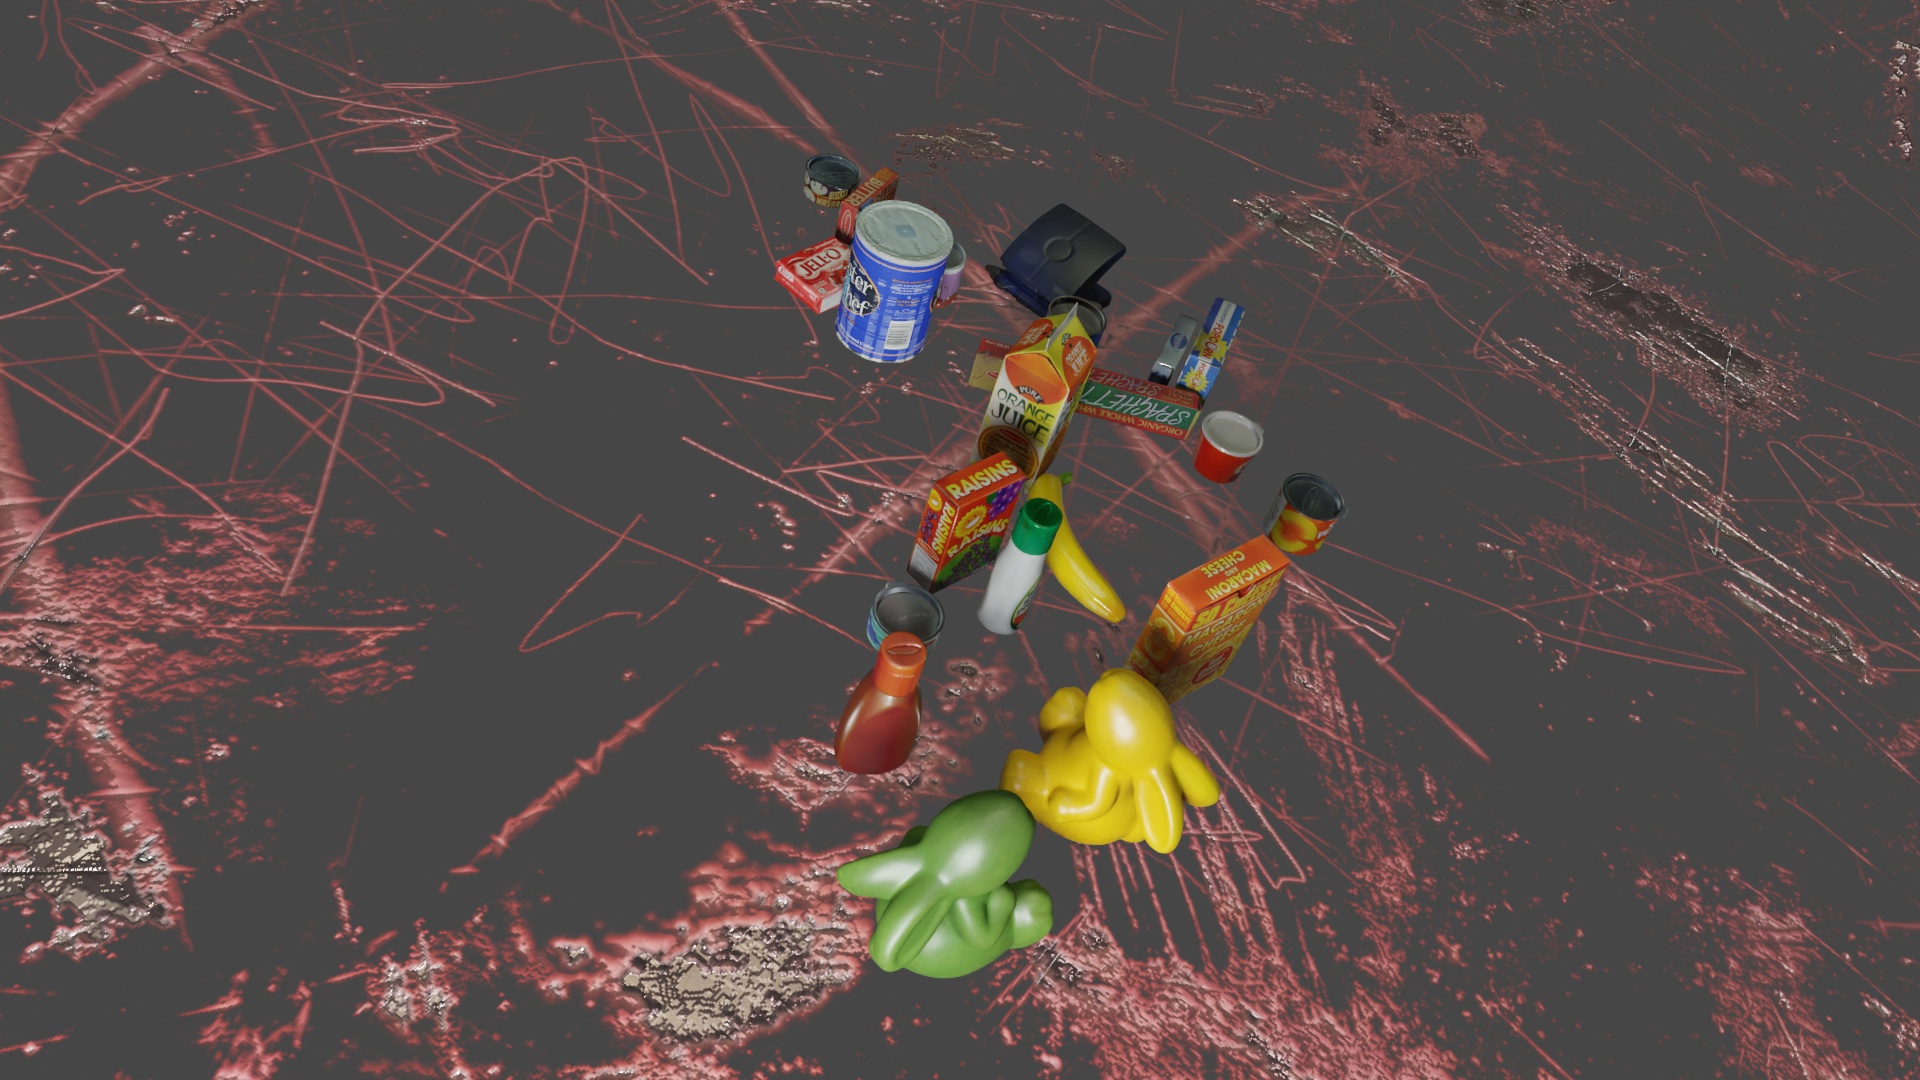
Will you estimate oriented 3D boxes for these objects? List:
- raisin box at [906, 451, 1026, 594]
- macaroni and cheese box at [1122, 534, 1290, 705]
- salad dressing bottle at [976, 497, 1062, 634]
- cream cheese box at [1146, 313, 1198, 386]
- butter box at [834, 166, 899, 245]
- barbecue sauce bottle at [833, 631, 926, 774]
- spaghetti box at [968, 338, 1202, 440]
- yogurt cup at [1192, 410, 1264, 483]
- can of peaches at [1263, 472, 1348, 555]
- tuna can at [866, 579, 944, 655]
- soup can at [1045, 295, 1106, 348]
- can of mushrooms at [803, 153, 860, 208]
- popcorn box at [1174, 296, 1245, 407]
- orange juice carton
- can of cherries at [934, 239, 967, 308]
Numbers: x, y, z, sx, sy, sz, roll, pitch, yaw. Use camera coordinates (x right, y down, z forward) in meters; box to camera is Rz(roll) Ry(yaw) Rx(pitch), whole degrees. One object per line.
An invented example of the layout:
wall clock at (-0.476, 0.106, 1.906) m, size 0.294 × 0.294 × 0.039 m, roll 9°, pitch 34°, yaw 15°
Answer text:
raisin box at (0.005, -0.016, 1.280) m, size 0.086 × 0.122 × 0.040 m, roll -25°, pitch 61°, yaw -34°
macaroni and cheese box at (0.210, 0.081, 1.227) m, size 0.124 × 0.165 × 0.040 m, roll -24°, pitch 60°, yaw -33°
salad dressing bottle at (0.054, 0.024, 1.243) m, size 0.044 × 0.146 × 0.064 m, roll 30°, pitch 47°, yaw 10°
cream cheese box at (0.237, -0.207, 1.573) m, size 0.024 × 0.053 × 0.104 m, roll 25°, pitch 47°, yaw 6°
butter box at (-0.110, -0.394, 1.633) m, size 0.024 × 0.052 × 0.104 m, roll 29°, pitch 47°, yaw 9°
barbecue sauce bottle at (-0.059, 0.131, 1.110) m, size 0.065 × 0.147 × 0.044 m, roll -2°, pitch 50°, yaw -19°
spaghetti box at (0.135, -0.162, 1.503) m, size 0.250 × 0.049 × 0.029 m, roll 14°, pitch 47°, yaw -5°
yogurt cup at (0.283, -0.098, 1.489) m, size 0.072 × 0.053 × 0.073 m, roll 9°, pitch 47°, yaw -10°
can of peaches at (0.358, -0.026, 1.444) m, size 0.071 × 0.057 × 0.071 m, roll 9°, pitch 47°, yaw -10°
tuna can at (-0.051, 0.072, 1.245) m, size 0.071 × 0.032 × 0.071 m, roll 9°, pitch 47°, yaw -10°
soup can at (0.118, -0.216, 1.524) m, size 0.071 × 0.083 × 0.072 m, roll 9°, pitch 47°, yaw -10°
can of mushrooms at (-0.154, -0.430, 1.665) m, size 0.071 × 0.033 × 0.071 m, roll 9°, pitch 47°, yaw -10°
popcorn box at (0.276, -0.204, 1.561) m, size 0.038 × 0.084 × 0.127 m, roll 25°, pitch 47°, yaw 5°
orange juice carton at (0.075, -0.144, 1.370) m, size 0.073 × 0.191 × 0.072 m, roll 29°, pitch 47°, yaw 9°
can of cherries at (-0.032, -0.304, 1.573) m, size 0.071 × 0.058 × 0.072 m, roll 9°, pitch 47°, yaw -10°
